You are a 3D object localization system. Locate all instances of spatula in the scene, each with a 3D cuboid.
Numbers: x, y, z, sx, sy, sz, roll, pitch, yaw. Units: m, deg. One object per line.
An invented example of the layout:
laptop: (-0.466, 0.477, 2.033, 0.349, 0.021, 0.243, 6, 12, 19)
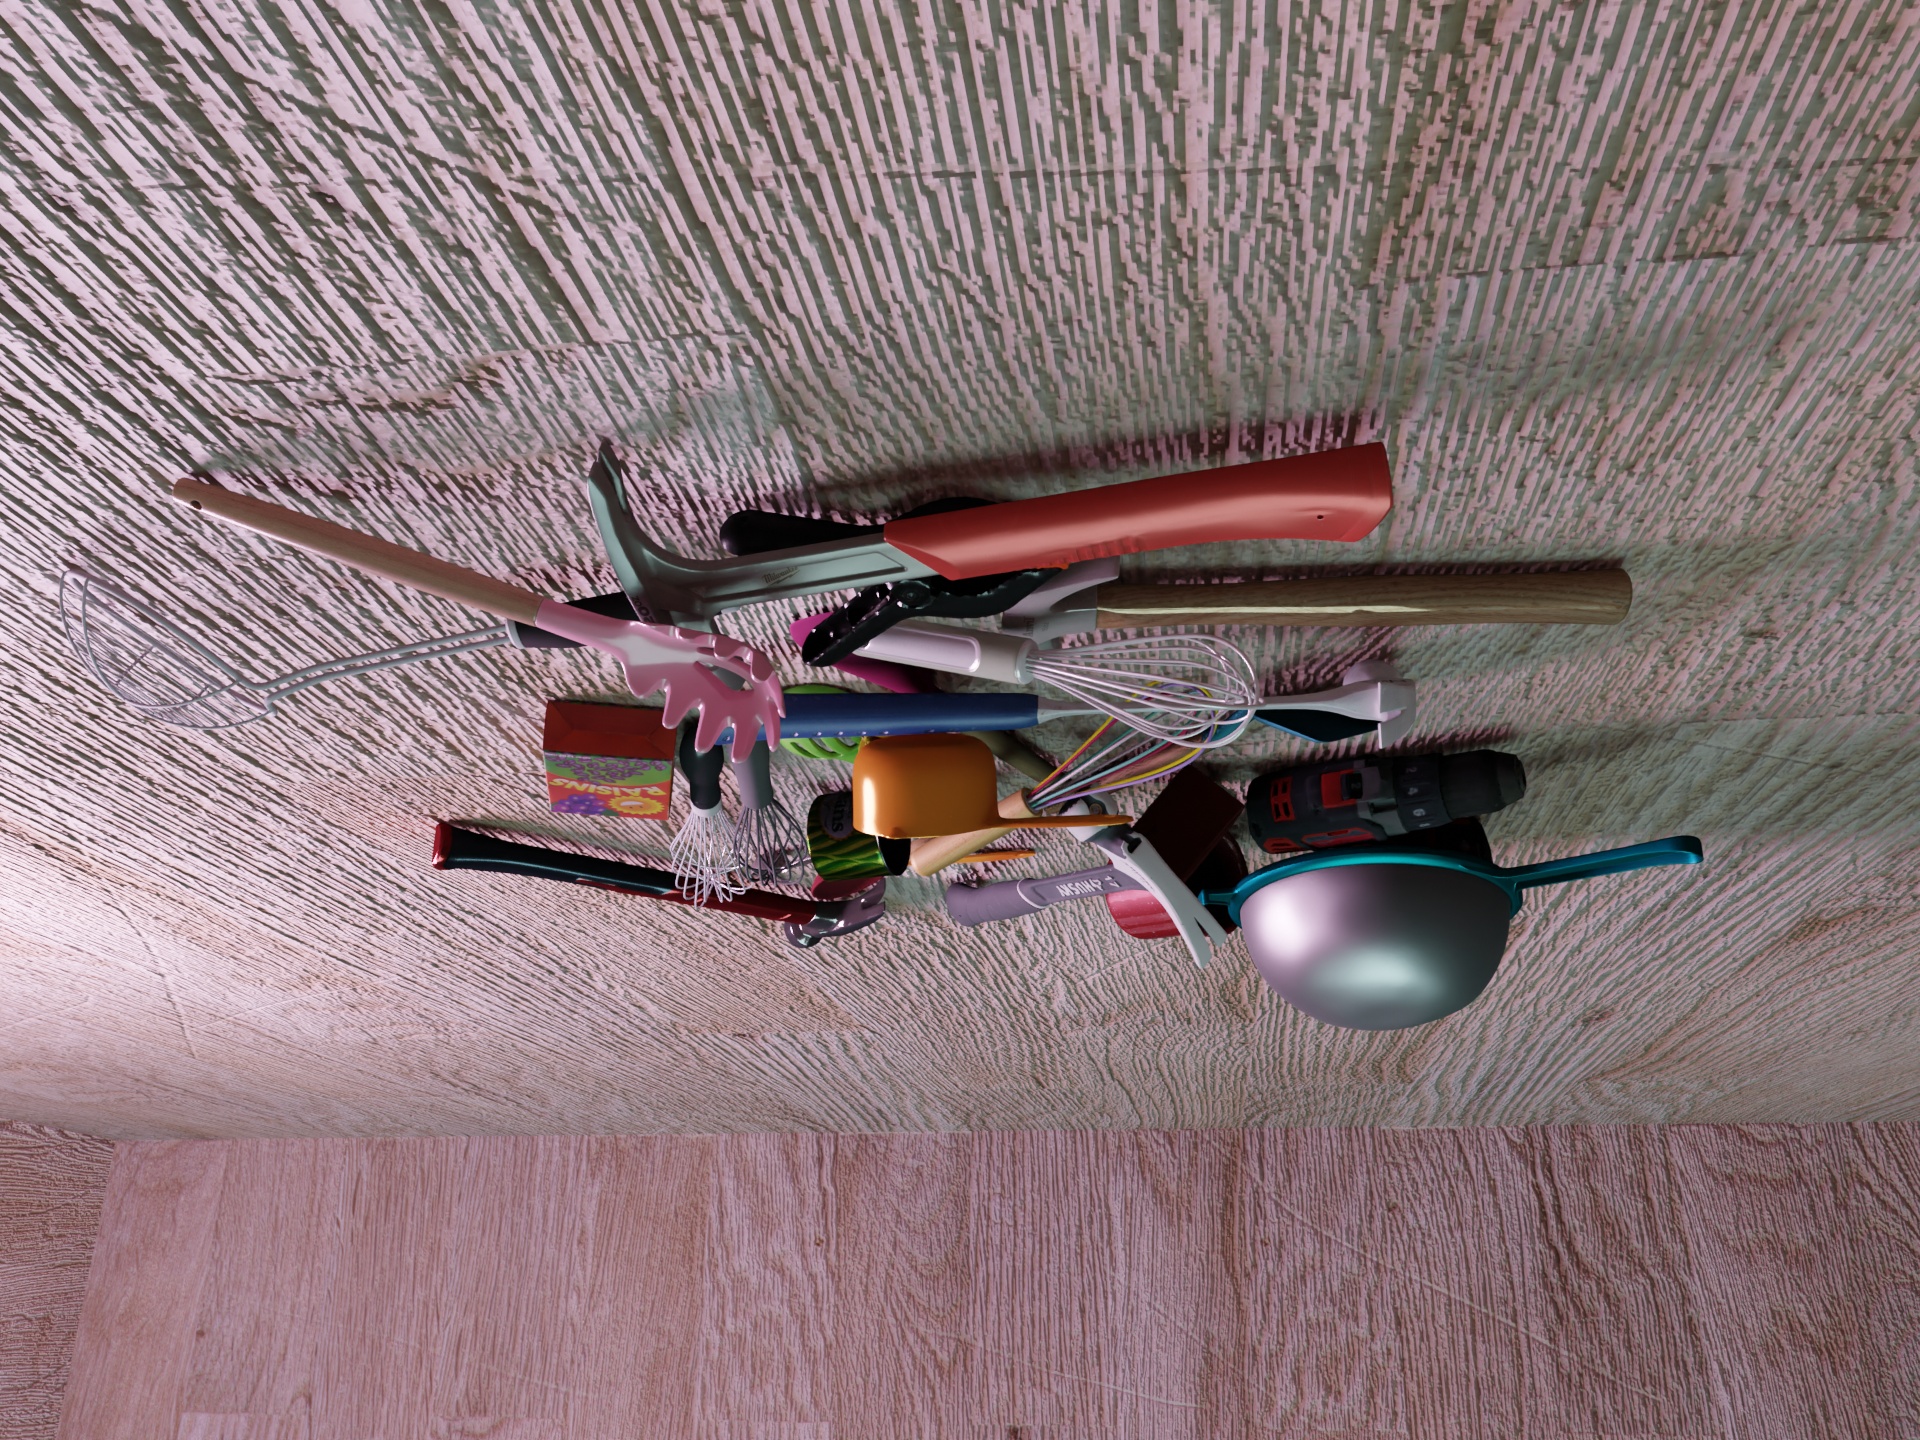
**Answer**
spatula: (0.153, 0.030, 1.069, 0.082, 0.044, 0.317, -14, 172, -36)

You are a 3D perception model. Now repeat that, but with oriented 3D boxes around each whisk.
whisk: (0.042, -0.029, 0.834, 0.246, 0.058, 0.059, 11, -168, 28)
whisk: (0.062, 0.039, 1.032, 0.245, 0.051, 0.047, -31, 123, 28)
whisk: (-0.185, 0.072, 1.174, 0.070, 0.070, 0.284, 3, 154, -6)
whisk: (-0.139, 0.053, 1.103, 0.055, 0.055, 0.238, 0, 147, 0)

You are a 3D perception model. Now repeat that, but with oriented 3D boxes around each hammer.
hammer: (-0.251, 0.135, 1.351, 0.386, 0.038, 0.143, 16, 152, -33)
hammer: (0.187, -0.064, 0.850, 0.331, 0.031, 0.130, -1, 159, 3)
hammer: (0.055, -0.007, 0.913, 0.405, 0.035, 0.144, -2, -173, 7)
hammer: (0.014, -0.091, 0.738, 0.359, 0.037, 0.149, -8, 134, 12)
hammer: (0.069, 0.135, 1.236, 0.149, 0.036, 0.409, 46, 160, -6)

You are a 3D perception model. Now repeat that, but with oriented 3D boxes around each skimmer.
skimmer: (-0.303, -0.063, 0.869, 0.363, 0.090, 0.127, -11, 154, 1)

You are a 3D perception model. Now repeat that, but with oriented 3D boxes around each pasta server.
pasta server: (-0.230, -0.057, 0.762, 0.316, 0.040, 0.060, 19, 128, 0)

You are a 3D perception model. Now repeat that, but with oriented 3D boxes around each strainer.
strainer: (0.350, 0.156, 1.117, 0.340, 0.095, 0.210, -18, 146, 39)

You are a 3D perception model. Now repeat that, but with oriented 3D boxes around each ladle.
ladle: (-0.029, 0.099, 1.225, 0.069, 0.031, 0.315, -7, 170, -34)

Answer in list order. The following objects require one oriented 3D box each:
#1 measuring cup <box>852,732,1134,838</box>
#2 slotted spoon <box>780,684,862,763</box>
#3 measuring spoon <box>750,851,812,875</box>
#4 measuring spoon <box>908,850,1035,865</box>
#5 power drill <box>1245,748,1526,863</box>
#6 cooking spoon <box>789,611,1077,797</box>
measuring cup: (0.017, 0.036, 0.933, 0.174, 0.052, 0.095, -1, -172, 24)
slotted spoon: (-0.042, 0.043, 1.130, 0.070, 0.031, 0.313, -17, 155, 18)
measuring spoon: (-0.120, 0.107, 1.314, 0.124, 0.018, 0.034, -18, 164, 24)
measuring spoon: (0.004, 0.112, 1.327, 0.117, 0.011, 0.021, -4, 164, 2)
power drill: (0.330, 0.083, 1.161, 0.188, 0.080, 0.226, -12, 152, 27)
cooking spoon: (-0.002, -0.003, 1.023, 0.069, 0.017, 0.318, -12, 154, 29)
